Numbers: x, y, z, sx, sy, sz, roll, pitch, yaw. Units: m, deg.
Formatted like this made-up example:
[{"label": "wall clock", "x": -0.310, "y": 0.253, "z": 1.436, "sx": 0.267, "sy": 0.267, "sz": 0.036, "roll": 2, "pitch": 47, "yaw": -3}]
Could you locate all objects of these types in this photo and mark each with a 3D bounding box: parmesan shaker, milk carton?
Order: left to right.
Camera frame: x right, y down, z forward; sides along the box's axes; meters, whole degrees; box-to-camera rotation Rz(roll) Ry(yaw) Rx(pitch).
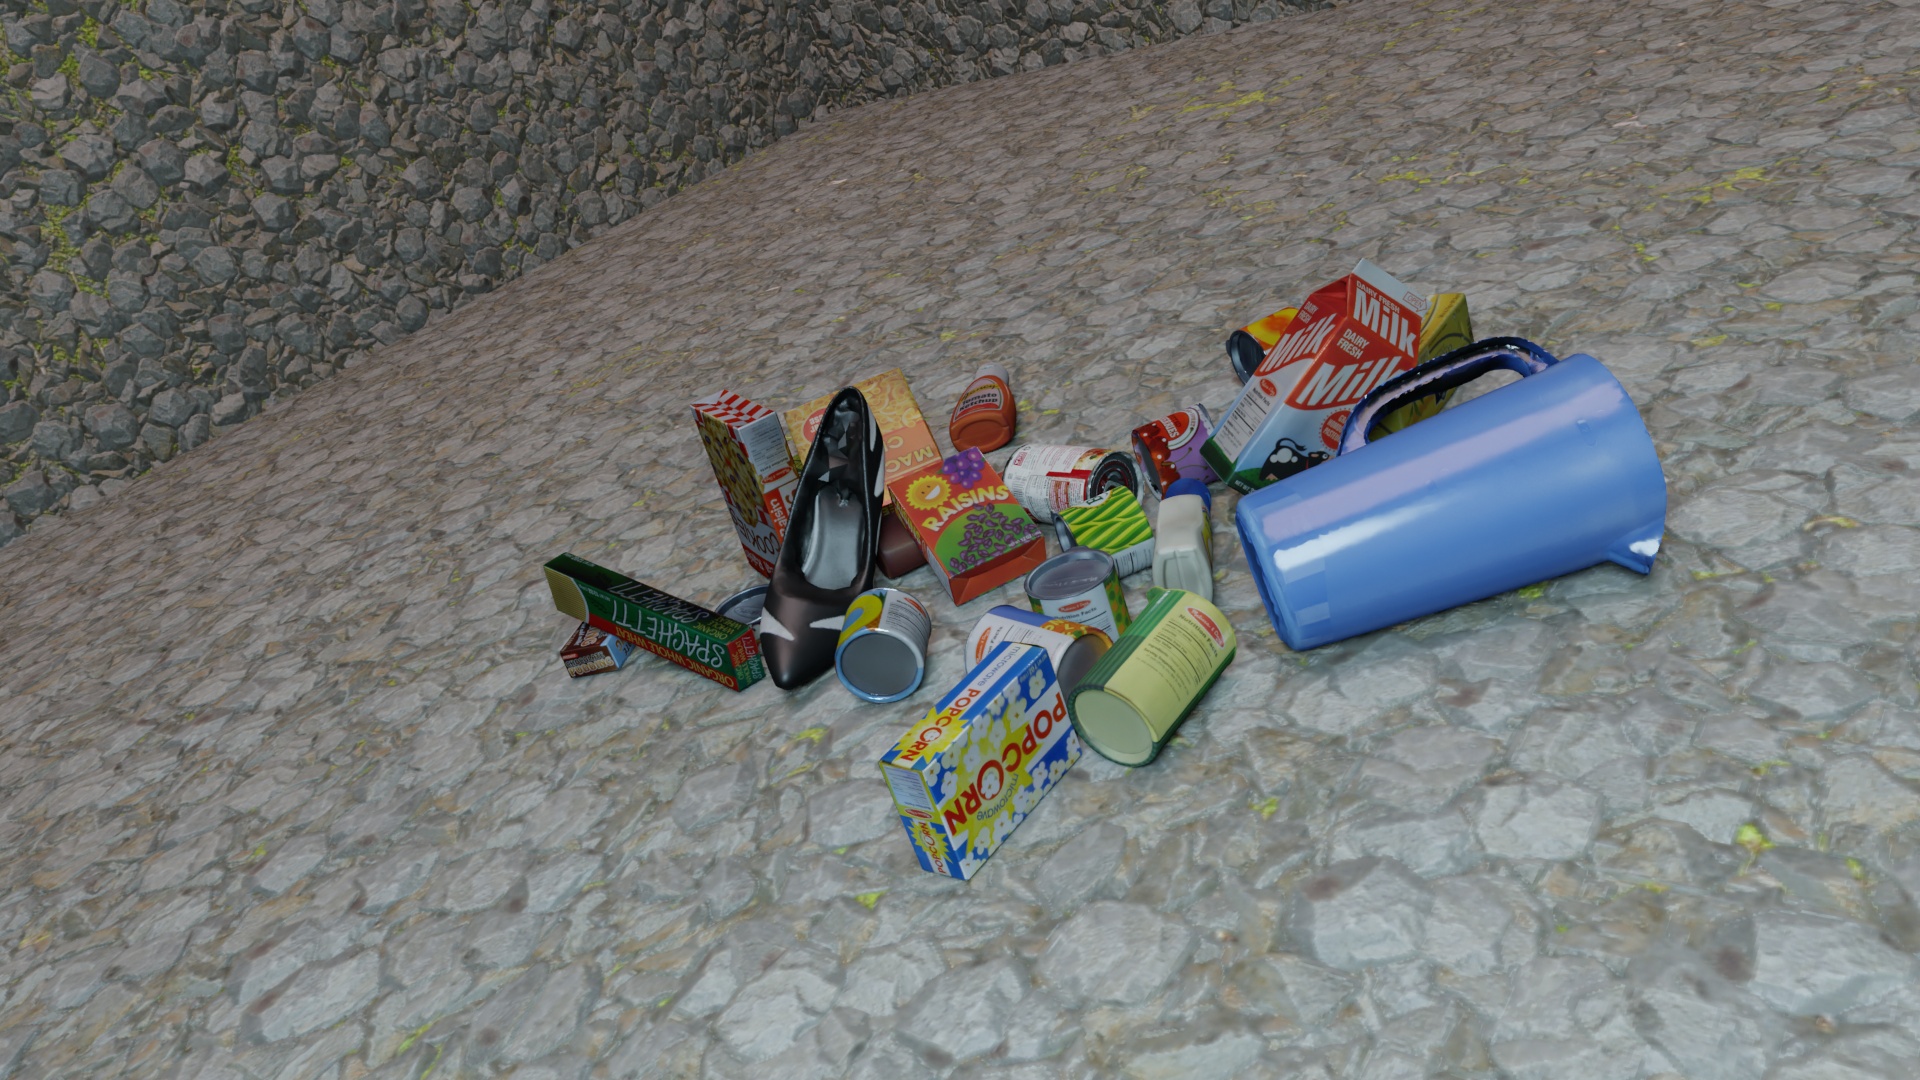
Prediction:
[{"label": "parmesan shaker", "x": 0.119, "y": 0.084, "z": 0.878, "sx": 0.071, "sy": 0.071, "sz": 0.103, "roll": 5, "pitch": 35, "yaw": 42}, {"label": "milk carton", "x": 0.271, "y": -0.116, "z": 1.046, "sx": 0.190, "sy": 0.072, "sz": 0.074, "roll": -57, "pitch": 20, "yaw": 16}]

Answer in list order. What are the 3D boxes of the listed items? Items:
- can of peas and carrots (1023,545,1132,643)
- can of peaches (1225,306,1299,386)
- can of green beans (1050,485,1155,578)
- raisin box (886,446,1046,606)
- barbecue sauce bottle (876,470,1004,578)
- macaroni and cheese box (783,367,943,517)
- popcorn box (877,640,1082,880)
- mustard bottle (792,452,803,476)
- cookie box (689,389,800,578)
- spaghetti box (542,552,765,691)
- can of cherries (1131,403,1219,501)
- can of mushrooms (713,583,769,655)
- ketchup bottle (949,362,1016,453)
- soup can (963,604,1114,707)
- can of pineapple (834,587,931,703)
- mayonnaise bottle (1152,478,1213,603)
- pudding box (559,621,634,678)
[{"label": "can of peas and carrots", "x": 0.085, "y": 0.046, "z": 0.991, "sx": 0.071, "sy": 0.058, "sz": 0.071, "roll": -16, "pitch": 25, "yaw": 8}, {"label": "can of peaches", "x": 0.287, "y": -0.174, "z": 1.271, "sx": 0.058, "sy": 0.071, "sz": 0.071, "roll": -26, "pitch": 26, "yaw": -14}, {"label": "can of green beans", "x": 0.110, "y": -0.002, "z": 1.058, "sx": 0.058, "sy": 0.071, "sz": 0.071, "roll": -23, "pitch": 26, "yaw": -7}, {"label": "raisin box", "x": 0.004, "y": -0.014, "z": 1.138, "sx": 0.086, "sy": 0.040, "sz": 0.124, "roll": -25, "pitch": 48, "yaw": -11}, {"label": "barbecue sauce bottle", "x": -0.008, "y": -0.020, "z": 1.204, "sx": 0.149, "sy": 0.043, "sz": 0.065, "roll": -25, "pitch": 32, "yaw": -12}, {"label": "macaroni and cheese box", "x": -0.086, "y": -0.079, "z": 1.311, "sx": 0.124, "sy": 0.040, "sz": 0.167, "roll": -22, "pitch": 49, "yaw": -3}, {"label": "popcorn box", "x": 0.015, "y": 0.131, "z": 0.843, "sx": 0.038, "sy": 0.085, "sz": 0.127, "roll": 6, "pitch": 36, "yaw": 42}, {"label": "mustard bottle", "x": -0.133, "y": -0.075, "z": 1.394, "sx": 0.065, "sy": 0.048, "sz": 0.161, "roll": 11, "pitch": 39, "yaw": 39}, {"label": "cookie box", "x": -0.175, "y": -0.041, "z": 1.222, "sx": 0.040, "sy": 0.166, "sz": 0.123, "roll": -27, "pitch": 26, "yaw": -22}, {"label": "spaghetti box", "x": -0.261, "y": 0.065, "z": 1.161, "sx": 0.250, "sy": 0.050, "sz": 0.029, "roll": 17, "pitch": 39, "yaw": 37}, {"label": "can of cherries", "x": 0.179, "y": -0.074, "z": 1.146, "sx": 0.058, "sy": 0.071, "sz": 0.072, "roll": -22, "pitch": 25, "yaw": -3}, {"label": "can of mushrooms", "x": -0.173, "y": 0.068, "z": 1.159, "sx": 0.071, "sy": 0.033, "sz": 0.071, "roll": -15, "pitch": 26, "yaw": 8}, {"label": "ketchup bottle", "x": 0.027, "y": -0.137, "z": 1.412, "sx": 0.064, "sy": 0.043, "sz": 0.149, "roll": -14, "pitch": 26, "yaw": 13}, {"label": "soup can", "x": 0.056, "y": 0.083, "z": 0.934, "sx": 0.072, "sy": 0.071, "sz": 0.084, "roll": -37, "pitch": 31, "yaw": -32}, {"label": "can of pineapple", "x": -0.058, "y": 0.078, "z": 1.022, "sx": 0.071, "sy": 0.070, "sz": 0.058, "roll": -14, "pitch": 26, "yaw": 12}, {"label": "mayonnaise bottle", "x": 0.166, "y": -0.002, "z": 1.027, "sx": 0.041, "sy": 0.064, "sz": 0.149, "roll": -8, "pitch": 24, "yaw": 15}, {"label": "pudding box", "x": -0.312, "y": 0.084, "z": 1.230, "sx": 0.049, "sy": 0.030, "sz": 0.084, "roll": -10, "pitch": 27, "yaw": 17}]
